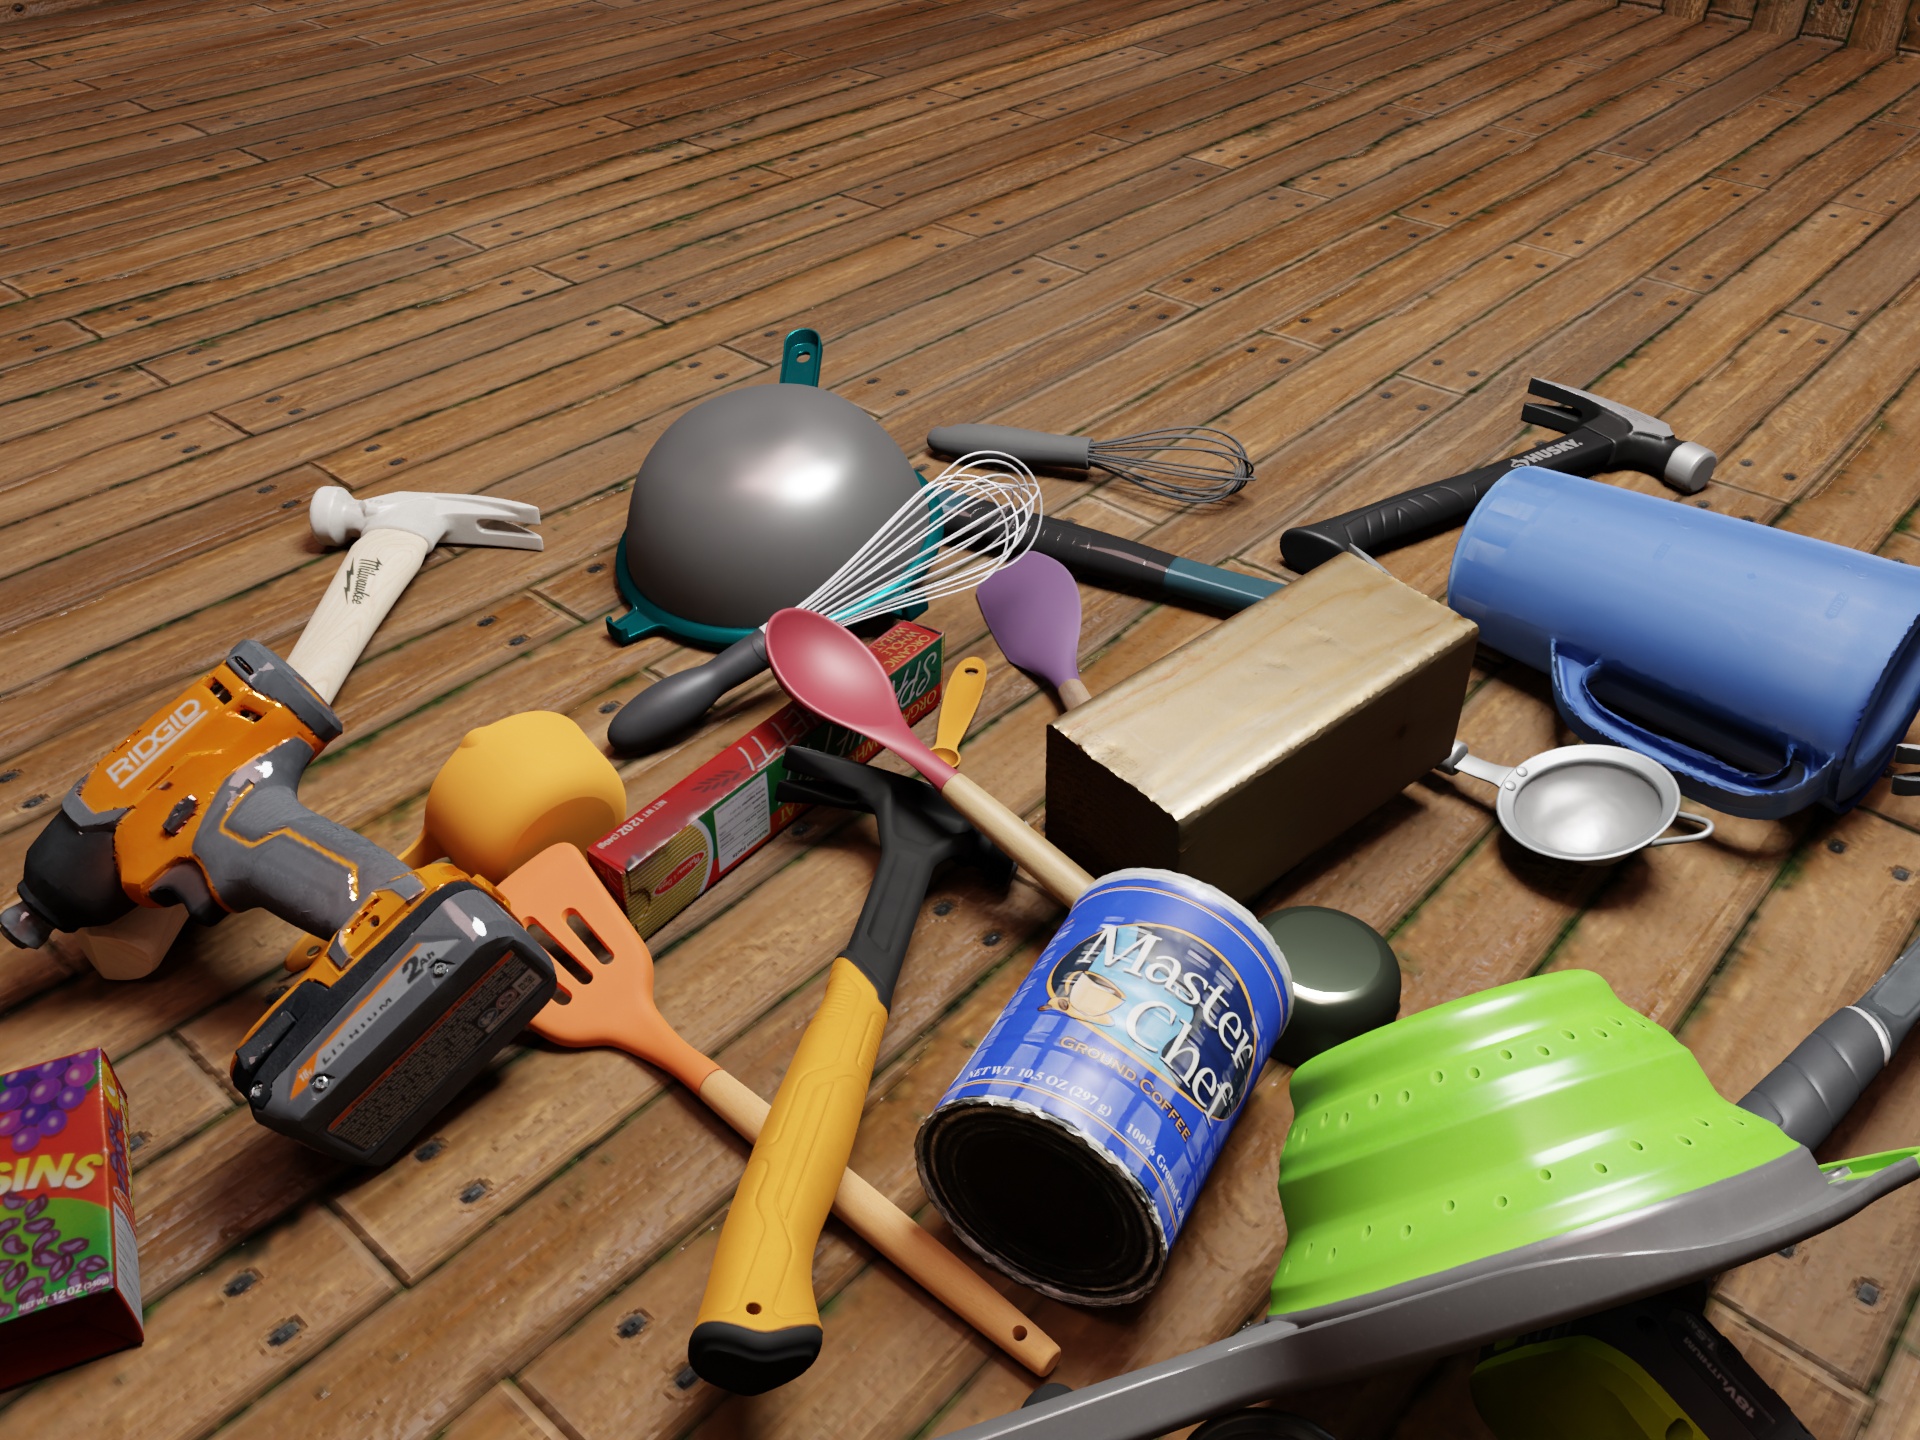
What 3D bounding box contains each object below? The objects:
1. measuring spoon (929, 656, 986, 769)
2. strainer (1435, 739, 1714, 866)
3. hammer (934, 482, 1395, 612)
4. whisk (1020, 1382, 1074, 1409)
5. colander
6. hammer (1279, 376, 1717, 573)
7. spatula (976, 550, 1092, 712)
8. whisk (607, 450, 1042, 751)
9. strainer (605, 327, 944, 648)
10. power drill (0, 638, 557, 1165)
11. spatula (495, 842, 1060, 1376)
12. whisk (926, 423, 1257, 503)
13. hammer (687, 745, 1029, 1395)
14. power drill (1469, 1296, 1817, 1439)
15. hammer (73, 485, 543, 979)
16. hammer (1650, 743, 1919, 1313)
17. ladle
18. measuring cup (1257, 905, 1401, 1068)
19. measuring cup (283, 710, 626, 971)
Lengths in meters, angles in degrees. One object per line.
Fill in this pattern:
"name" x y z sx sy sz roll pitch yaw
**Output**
"measuring spoon" -0.001 -0.003 0.897 0.021 0.011 0.117 10 34 6
"strainer" 0.268 0.023 0.842 0.259 0.050 0.087 27 55 39
"hammer" 0.119 -0.095 1.000 0.331 0.033 0.128 18 41 22
"whisk" 0.009 0.314 0.438 0.073 0.073 0.296 7 32 7
"colander" 0.097 0.162 0.507 0.397 0.204 0.095 -14 70 -11
"hammer" 0.353 -0.163 1.094 0.334 0.035 0.146 -21 43 -26
"spatula" 0.071 -0.004 0.882 0.060 0.018 0.316 -34 41 10
"whisk" -0.074 -0.064 0.892 0.284 0.070 0.070 -32 45 -12
"strainer" -0.119 -0.190 1.033 0.211 0.095 0.341 -4 44 4
"power drill" -0.299 0.082 0.676 0.227 0.084 0.164 37 74 26
"spatula" -0.089 0.159 0.652 0.323 0.041 0.081 30 61 31
"whisk" 0.088 -0.185 1.112 0.239 0.055 0.055 9 37 17
"hammer" -0.054 0.123 0.657 0.127 0.034 0.337 18 32 0
"power drill" 0.161 0.272 0.435 0.223 0.080 0.171 -34 79 -39
"hammer" -0.357 -0.015 0.882 0.146 0.038 0.411 4 37 2
"hammer" 0.396 0.123 0.688 0.409 0.036 0.149 -30 34 -27
"ladle" 0.015 0.045 0.756 0.316 0.031 0.069 39 34 25
"measuring cup" 0.162 0.142 0.680 0.083 0.038 0.168 -1 35 -2
"measuring cup" -0.234 0.072 0.748 0.173 0.095 0.052 -42 60 -18
